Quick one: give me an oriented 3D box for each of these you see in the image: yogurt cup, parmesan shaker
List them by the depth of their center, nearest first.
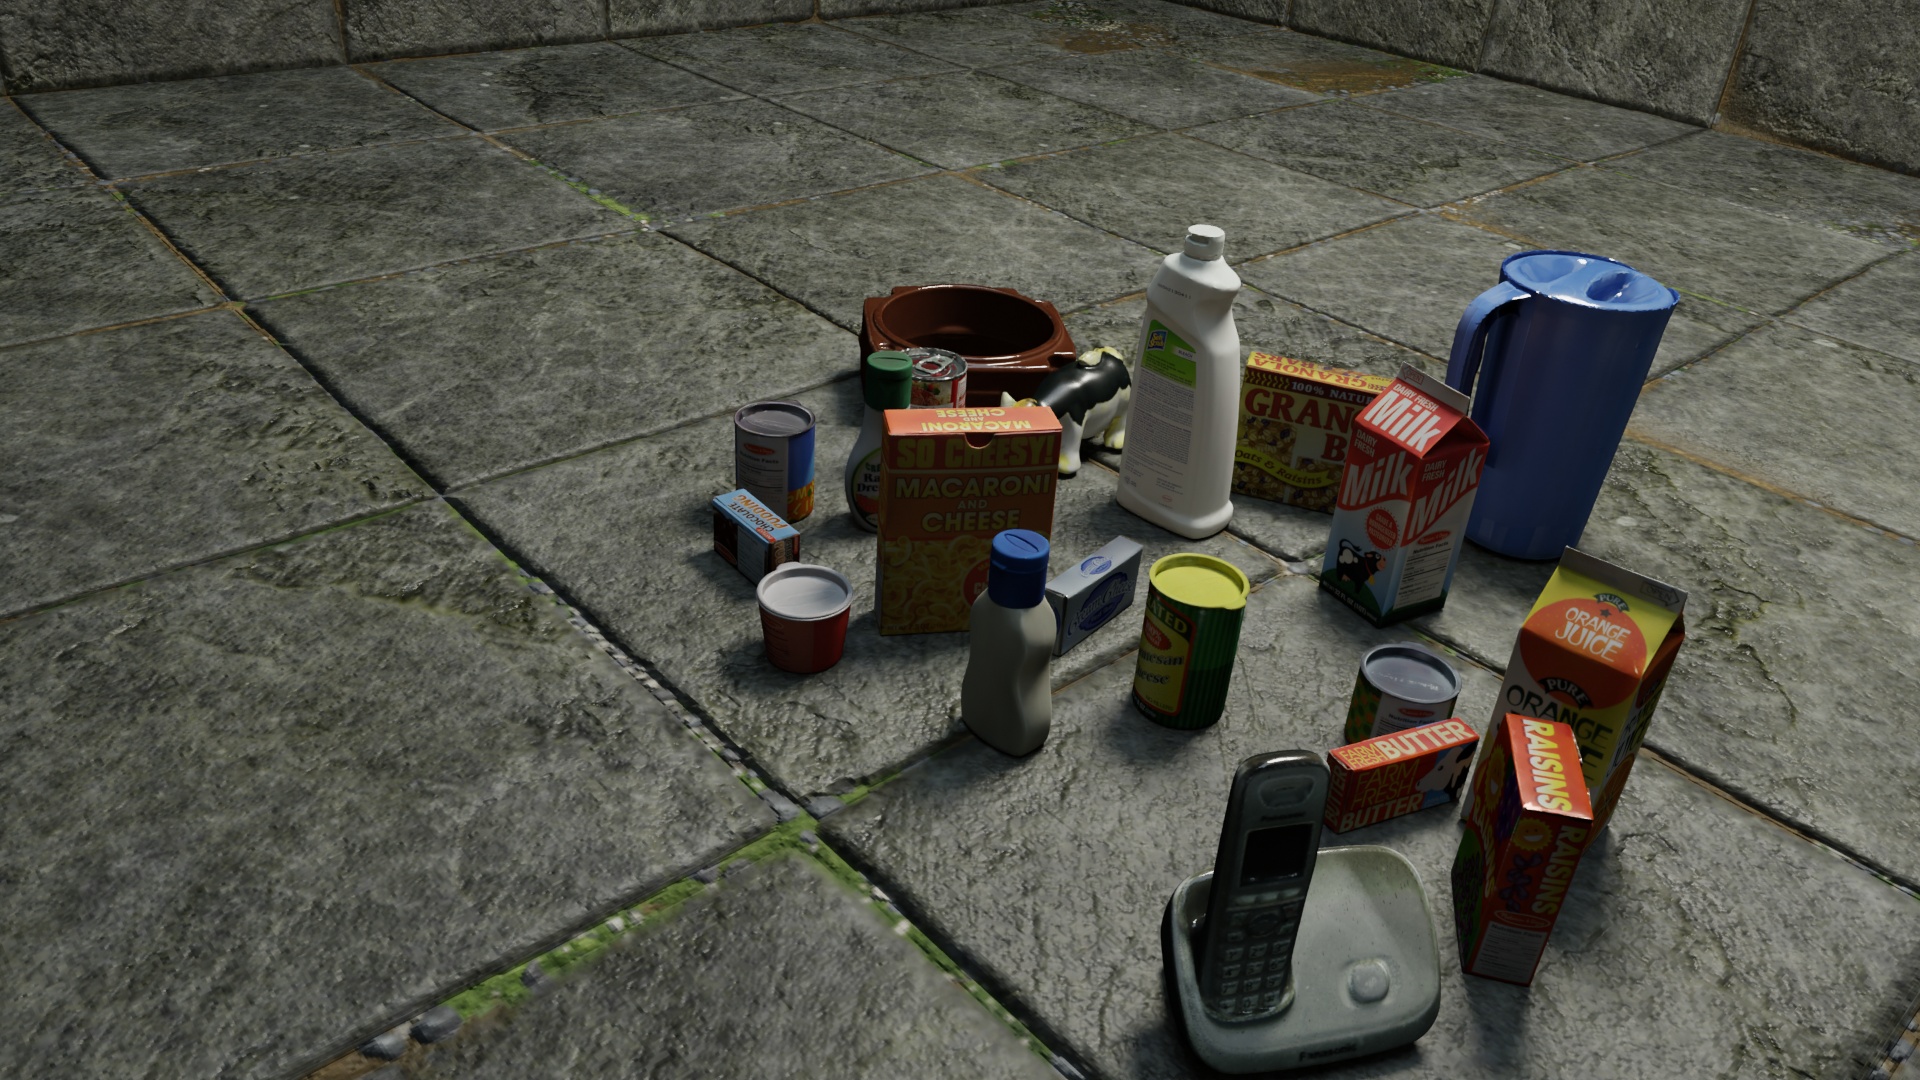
[{"bbox_3d":[0.156,0.070,0.943,0.071,0.102,0.071,3,30,-2],"label":"parmesan shaker"},{"bbox_3d":[-0.110,0.057,0.979,0.072,0.053,0.073,3,30,-2],"label":"yogurt cup"}]

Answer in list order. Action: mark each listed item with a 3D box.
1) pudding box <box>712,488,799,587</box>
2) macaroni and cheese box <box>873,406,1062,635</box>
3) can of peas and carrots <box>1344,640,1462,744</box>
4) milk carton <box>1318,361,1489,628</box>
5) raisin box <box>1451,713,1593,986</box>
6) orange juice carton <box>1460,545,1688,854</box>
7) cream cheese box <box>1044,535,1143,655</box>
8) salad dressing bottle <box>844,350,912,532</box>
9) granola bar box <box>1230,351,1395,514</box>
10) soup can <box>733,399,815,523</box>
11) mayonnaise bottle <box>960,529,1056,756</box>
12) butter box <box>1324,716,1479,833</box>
[{"bbox_3d":[-0.159,0.000,1.073,0.030,0.049,0.084,-20,38,-35],"label":"pudding box"},{"bbox_3d":[0.004,-0.013,1.001,0.124,0.165,0.040,-3,31,-12],"label":"macaroni and cheese box"},{"bbox_3d":[0.297,0.110,0.937,0.071,0.058,0.071,3,30,-2],"label":"can of peas and carrots"},{"bbox_3d":[0.341,-0.036,1.062,0.074,0.189,0.072,-12,34,-26],"label":"milk carton"},{"bbox_3d":[0.310,0.171,0.773,0.040,0.122,0.086,10,31,10],"label":"raisin box"},{"bbox_3d":[0.372,0.098,0.837,0.072,0.191,0.073,28,38,35],"label":"orange juice carton"},{"bbox_3d":[0.097,0.040,1.035,0.024,0.053,0.104,25,36,31],"label":"cream cheese box"},{"bbox_3d":[-0.061,-0.079,1.124,0.064,0.146,0.044,3,30,-3],"label":"salad dressing bottle"},{"bbox_3d":[0.322,-0.087,1.209,0.165,0.123,0.039,14,32,15],"label":"granola bar box"},{"bbox_3d":[-0.153,-0.066,1.151,0.071,0.083,0.072,3,30,-2],"label":"soup can"},{"bbox_3d":[0.033,0.065,0.893,0.041,0.147,0.065,-23,40,-38],"label":"mayonnaise bottle"},{"bbox_3d":[0.276,0.148,0.877,0.104,0.052,0.024,-9,33,-22],"label":"butter box"}]
